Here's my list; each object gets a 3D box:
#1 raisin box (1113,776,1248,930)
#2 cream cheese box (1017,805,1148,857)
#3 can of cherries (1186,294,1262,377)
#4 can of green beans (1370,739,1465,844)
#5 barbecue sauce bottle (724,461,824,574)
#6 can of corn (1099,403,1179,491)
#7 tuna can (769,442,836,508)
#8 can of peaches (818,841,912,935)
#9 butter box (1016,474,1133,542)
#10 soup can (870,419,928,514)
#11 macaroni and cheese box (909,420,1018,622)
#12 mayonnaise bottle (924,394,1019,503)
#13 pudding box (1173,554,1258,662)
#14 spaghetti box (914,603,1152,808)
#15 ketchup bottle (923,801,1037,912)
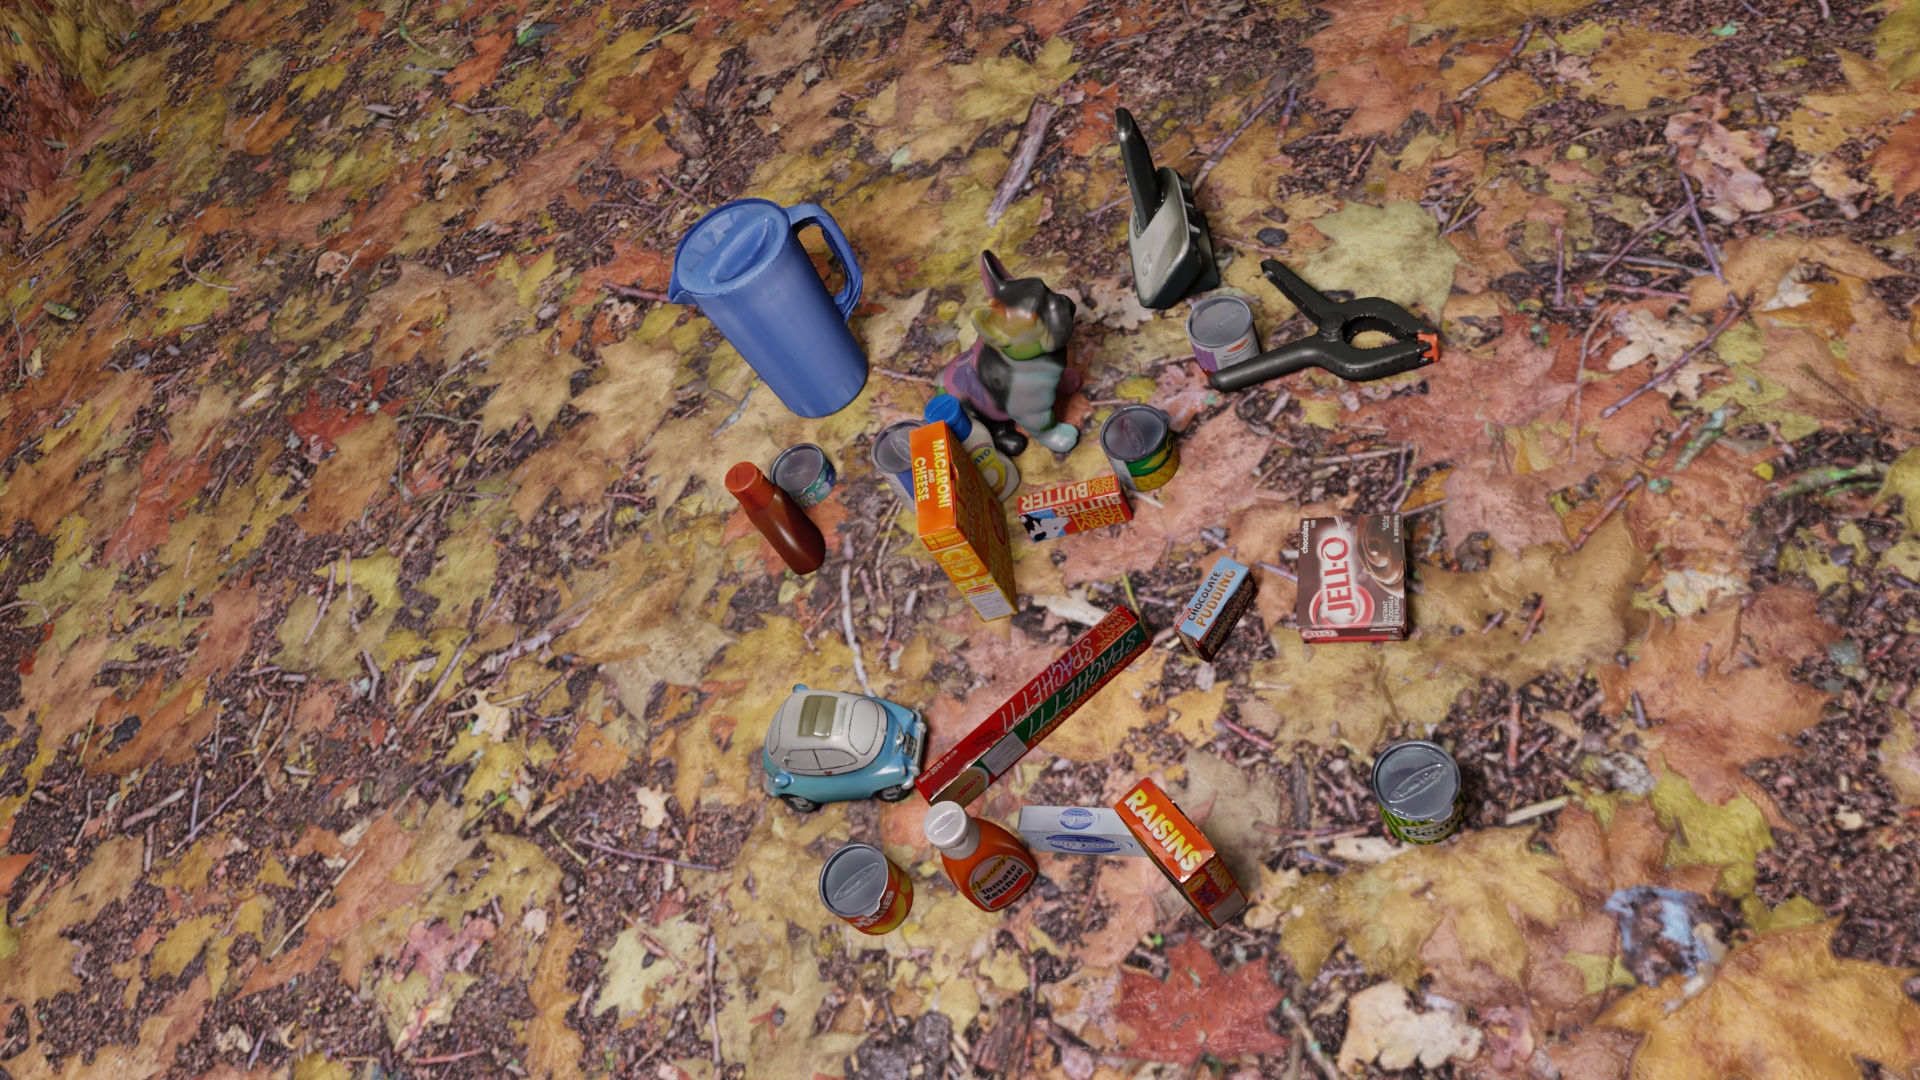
[{"bbox_3d":[0.174,0.247,1.091,0.040,0.123,0.086,-40,52,-4],"label":"raisin box"},{"bbox_3d":[0.105,0.244,1.167,0.104,0.053,0.024,-2,58,23],"label":"cream cheese box"},{"bbox_3d":[0.263,-0.203,1.388,0.071,0.058,0.072,-12,55,17],"label":"can of cherries"},{"bbox_3d":[0.357,0.197,1.083,0.071,0.057,0.071,-12,55,17],"label":"can of green beans"},{"bbox_3d":[-0.189,-0.026,1.416,0.043,0.148,0.065,-21,53,11],"label":"barbecue sauce bottle"},{"bbox_3d":[0.177,-0.091,1.353,0.071,0.058,0.071,-12,55,17],"label":"can of corn"},{"bbox_3d":[-0.171,-0.068,1.509,0.071,0.032,0.071,-12,55,17],"label":"tuna can"},{"bbox_3d":[-0.081,0.305,1.208,0.071,0.058,0.071,-12,55,17],"label":"can of peaches"},{"bbox_3d":[0.111,-0.031,1.346,0.103,0.053,0.024,-13,55,16],"label":"butter box"},{"bbox_3d":[-0.043,-0.076,1.425,0.071,0.083,0.072,-12,55,17],"label":"soup can"},{"bbox_3d":[0.005,-0.016,1.312,0.040,0.166,0.124,-16,54,14],"label":"macaroni and cheese box"},{"bbox_3d":[0.008,-0.087,1.368,0.065,0.147,0.041,-42,52,-5],"label":"mayonnaise bottle"},{"bbox_3d":[0.227,0.061,1.236,0.030,0.049,0.084,28,73,35],"label":"pudding box"},{"bbox_3d":[0.068,0.153,1.246,0.250,0.050,0.029,-40,52,-5],"label":"spaghetti box"},{"bbox_3d":[0.012,0.256,1.140,0.065,0.148,0.044,-39,52,-3],"label":"ketchup bottle"}]
